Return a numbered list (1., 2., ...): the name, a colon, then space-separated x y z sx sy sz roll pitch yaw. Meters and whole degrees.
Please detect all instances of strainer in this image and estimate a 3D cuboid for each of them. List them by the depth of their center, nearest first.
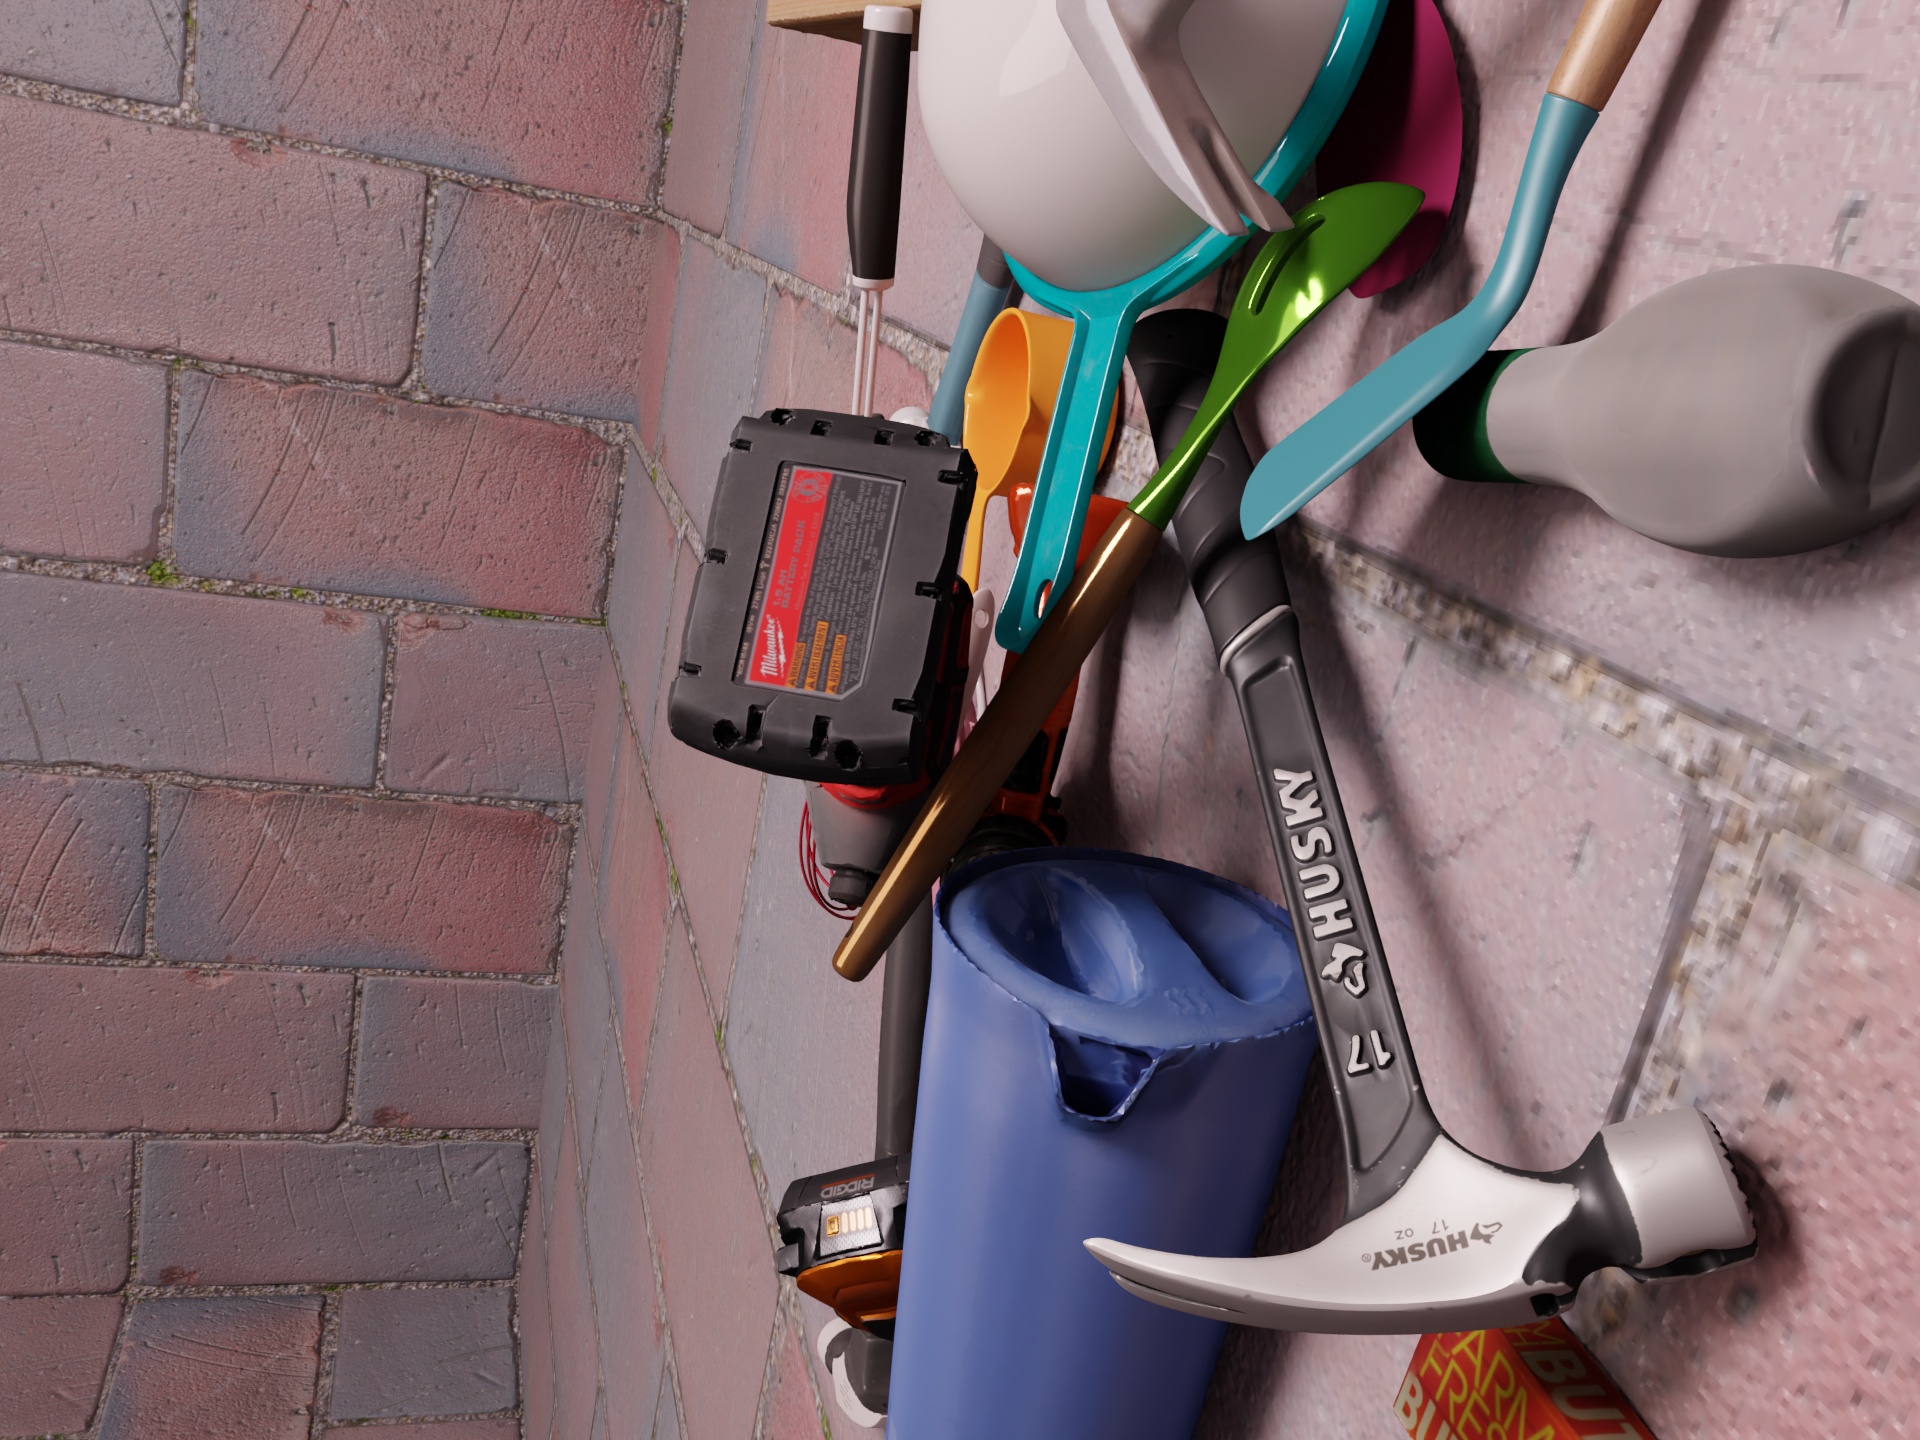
1. strainer: 0.032 -0.197 0.564 0.211 0.095 0.340 8 84 55

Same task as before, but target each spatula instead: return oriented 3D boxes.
1. spatula: 0.157 -0.186 0.400 0.082 0.044 0.317 -64 -3 -66

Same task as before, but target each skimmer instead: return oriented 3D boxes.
1. skimmer: -0.022 -0.148 0.777 0.090 0.127 0.363 18 117 25

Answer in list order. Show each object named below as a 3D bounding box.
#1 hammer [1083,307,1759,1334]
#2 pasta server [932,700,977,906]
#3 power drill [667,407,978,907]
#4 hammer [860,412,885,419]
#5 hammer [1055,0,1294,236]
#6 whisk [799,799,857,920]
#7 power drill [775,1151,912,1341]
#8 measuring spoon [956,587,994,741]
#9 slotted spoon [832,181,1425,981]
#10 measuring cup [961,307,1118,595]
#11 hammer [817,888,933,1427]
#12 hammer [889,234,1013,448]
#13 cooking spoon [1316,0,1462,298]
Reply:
1. hammer: 0.093 -0.008 0.502 0.409 0.149 0.036 -95 -20 -44
2. pasta server: -0.011 0.123 0.790 0.040 0.060 0.316 8 104 42
3. power drill: -0.037 -0.012 0.581 0.219 0.078 0.143 75 -155 -76
4. hammer: -0.084 -0.148 1.107 0.359 0.036 0.149 -133 31 -70
5. hammer: 0.146 -0.274 0.340 0.386 0.038 0.143 -37 76 50
6. whisk: -0.052 -0.020 0.936 0.073 0.073 0.295 -135 49 -66
7. power drill: -0.023 0.306 0.666 0.164 0.084 0.227 51 -153 -52
8. measuring spoon: -0.001 -0.002 0.739 0.018 0.034 0.124 9 81 52
9. slotted spoon: 0.046 -0.044 0.518 0.313 0.031 0.070 -57 12 8
10. measuring cup: 0.033 -0.107 0.767 0.095 0.052 0.173 -135 51 -66
11. hammer: -0.035 0.226 0.895 0.146 0.035 0.335 180 95 -72
12. hammer: 0.022 -0.255 0.866 0.128 0.033 0.330 -105 27 -46
13. cooking spoon: 0.146 -0.297 0.541 0.069 0.017 0.319 -17 69 62
